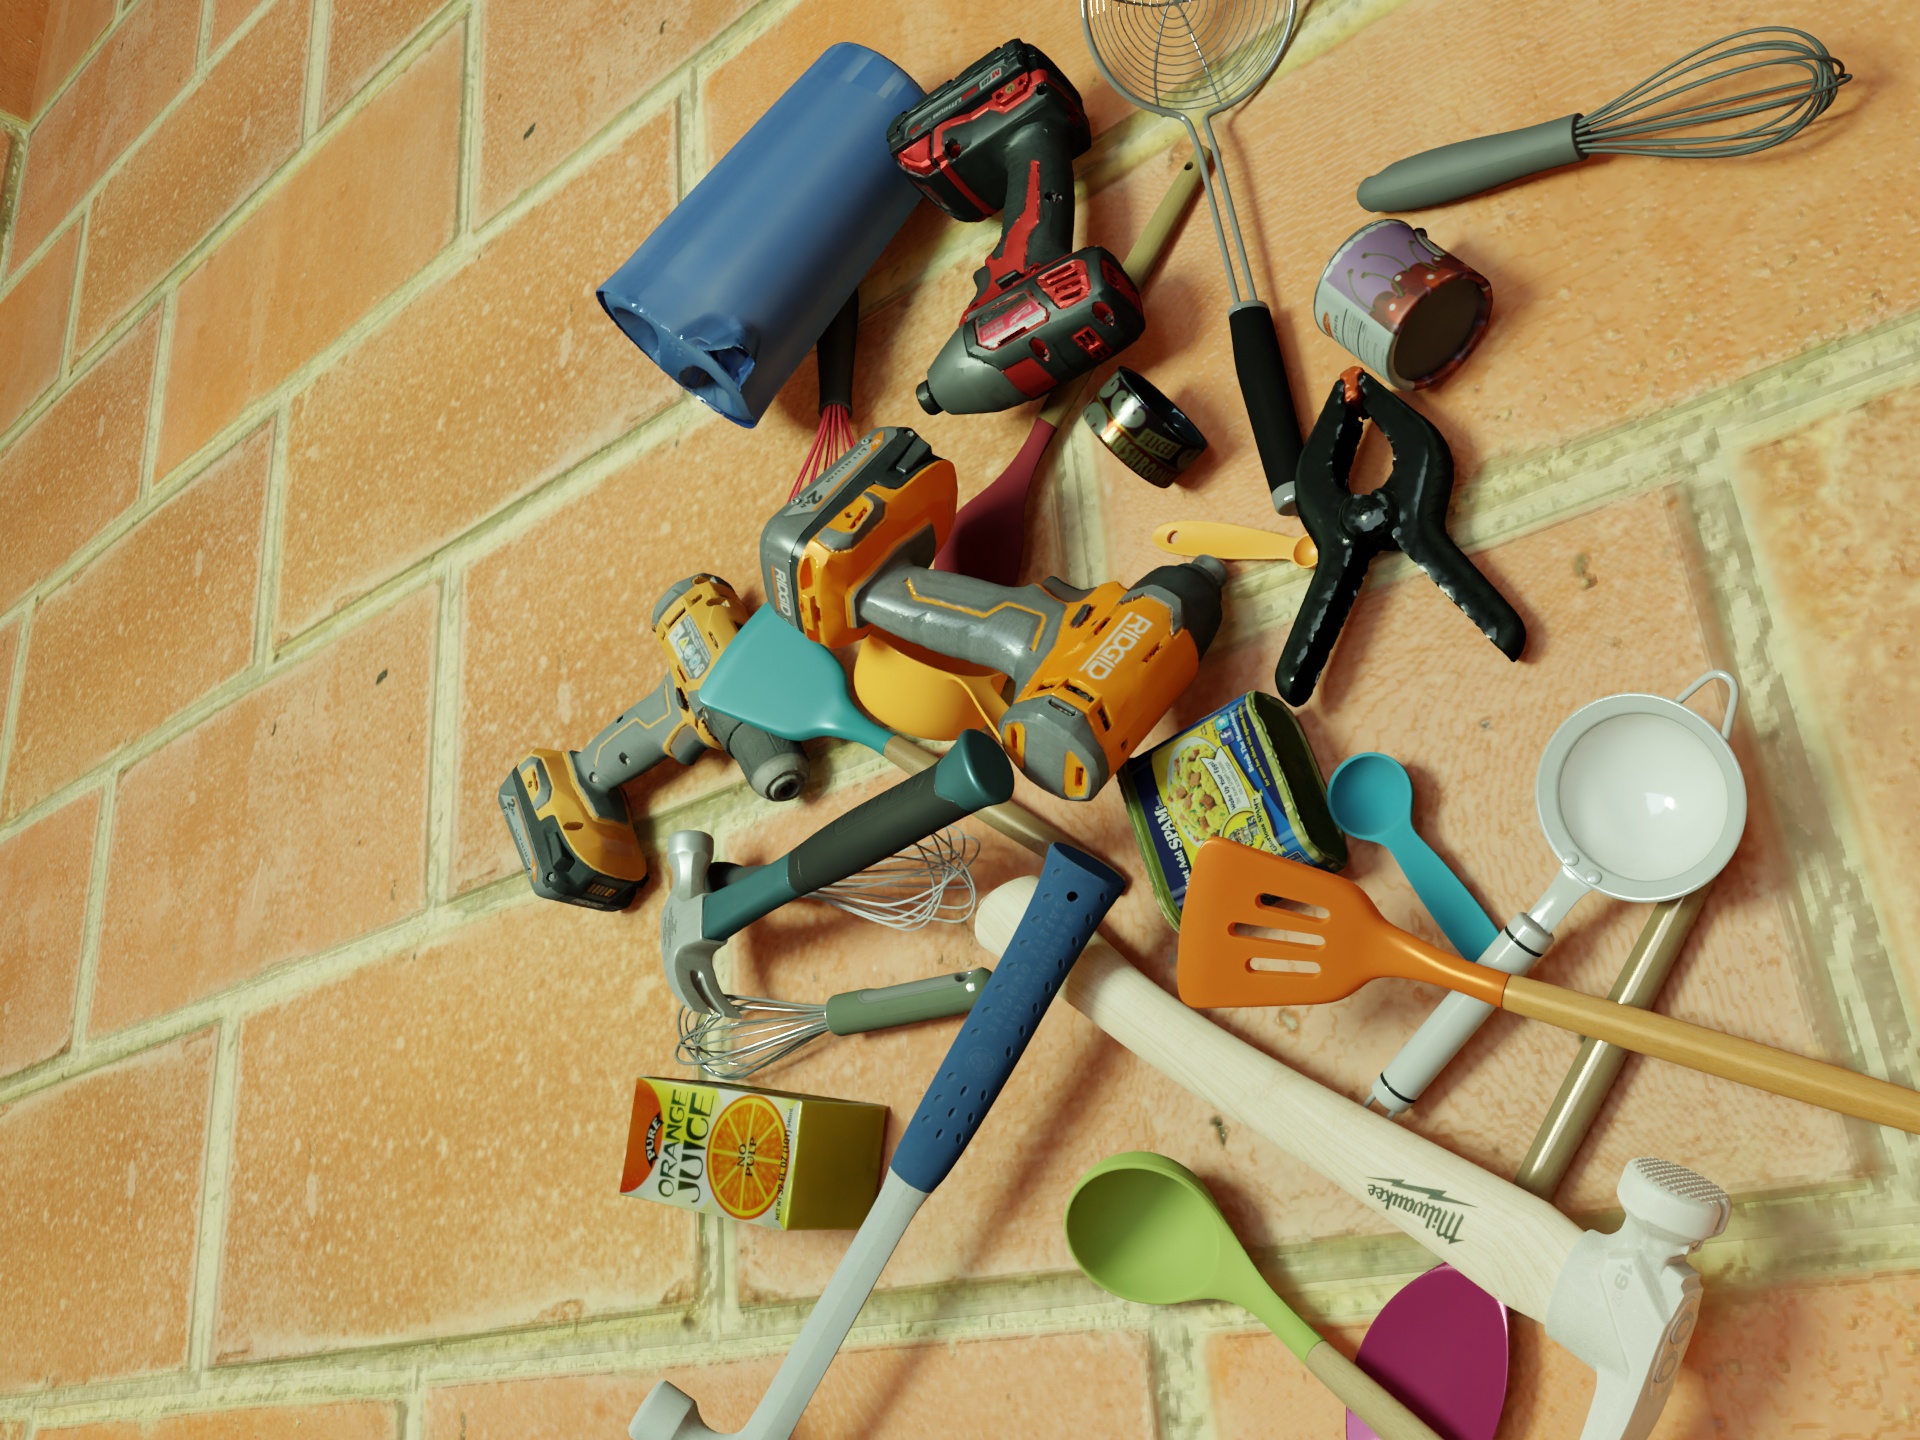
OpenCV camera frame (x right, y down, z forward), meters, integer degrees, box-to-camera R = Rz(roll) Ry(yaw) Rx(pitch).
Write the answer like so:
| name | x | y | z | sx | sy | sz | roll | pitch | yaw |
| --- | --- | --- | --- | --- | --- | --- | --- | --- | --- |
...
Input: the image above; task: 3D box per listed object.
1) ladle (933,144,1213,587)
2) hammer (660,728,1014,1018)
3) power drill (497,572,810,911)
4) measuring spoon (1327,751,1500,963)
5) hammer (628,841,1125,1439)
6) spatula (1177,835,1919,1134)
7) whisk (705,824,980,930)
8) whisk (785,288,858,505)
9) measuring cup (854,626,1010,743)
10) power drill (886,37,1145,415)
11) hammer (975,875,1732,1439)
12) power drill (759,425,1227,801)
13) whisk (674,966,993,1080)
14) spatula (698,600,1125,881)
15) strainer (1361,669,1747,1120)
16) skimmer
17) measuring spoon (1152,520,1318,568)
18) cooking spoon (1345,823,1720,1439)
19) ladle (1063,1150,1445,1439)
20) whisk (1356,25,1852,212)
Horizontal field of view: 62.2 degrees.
| name | x | y | z | sx | sy | sz | roll | pitch | yaw |
| --- | --- | --- | --- | --- | --- | --- | --- | --- | --- |
| ladle | 0.067 | -0.201 | 0.954 | 0.069 | 0.031 | 0.315 | 36 | 99 | 38 |
| hammer | -0.082 | 0.079 | 0.890 | 0.331 | 0.033 | 0.128 | -31 | 52 | 46 |
| power drill | -0.203 | 0.035 | 1.084 | 0.226 | 0.084 | 0.186 | -45 | 53 | 16 |
| measuring spoon | 0.219 | 0.070 | 0.742 | 0.042 | 0.021 | 0.129 | -43 | 61 | 22 |
| hammer | -0.025 | 0.249 | 0.825 | 0.144 | 0.035 | 0.405 | 30 | 101 | 8 |
| spatula | 0.244 | 0.120 | 0.644 | 0.323 | 0.041 | 0.081 | 14 | 104 | 31 |
| whisk | -0.089 | 0.098 | 0.971 | 0.285 | 0.070 | 0.070 | -10 | 70 | 48 |
| whisk | -0.083 | -0.191 | 1.066 | 0.073 | 0.073 | 0.296 | -23 | 55 | 35 |
| measuring cup | -0.001 | -0.003 | 0.898 | 0.174 | 0.095 | 0.052 | 54 | 131 | 47 |
| power drill | 0.025 | -0.287 | 0.960 | 0.143 | 0.078 | 0.220 | -25 | 58 | 28 |
| hammer | 0.138 | 0.182 | 0.740 | 0.411 | 0.038 | 0.146 | 27 | 105 | 49 |
| power drill | 0.024 | -0.070 | 0.853 | 0.227 | 0.084 | 0.164 | 31 | 59 | 22 |
| whisk | -0.080 | 0.177 | 0.950 | 0.246 | 0.058 | 0.059 | -17 | 100 | 33 |
| spatula | -0.029 | 0.023 | 0.941 | 0.318 | 0.044 | 0.082 | 29 | 79 | 37 |
| strainer | 0.249 | 0.084 | 0.683 | 0.087 | 0.050 | 0.258 | 48 | 116 | 34 |
| skimmer | 0.149 | -0.290 | 0.864 | 0.127 | 0.090 | 0.364 | -7 | 70 | -6 |
| measuring spoon | 0.150 | -0.095 | 0.859 | 0.117 | 0.011 | 0.021 | 14 | 82 | 47 |
| cooking spoon | 0.248 | 0.189 | 0.673 | 0.069 | 0.017 | 0.319 | 31 | 98 | 48 |
| ladle | 0.163 | 0.291 | 0.675 | 0.320 | 0.062 | 0.078 | 33 | 120 | 46 |
| whisk | 0.295 | -0.278 | 0.763 | 0.239 | 0.055 | 0.055 | 0 | 76 | 46 |
